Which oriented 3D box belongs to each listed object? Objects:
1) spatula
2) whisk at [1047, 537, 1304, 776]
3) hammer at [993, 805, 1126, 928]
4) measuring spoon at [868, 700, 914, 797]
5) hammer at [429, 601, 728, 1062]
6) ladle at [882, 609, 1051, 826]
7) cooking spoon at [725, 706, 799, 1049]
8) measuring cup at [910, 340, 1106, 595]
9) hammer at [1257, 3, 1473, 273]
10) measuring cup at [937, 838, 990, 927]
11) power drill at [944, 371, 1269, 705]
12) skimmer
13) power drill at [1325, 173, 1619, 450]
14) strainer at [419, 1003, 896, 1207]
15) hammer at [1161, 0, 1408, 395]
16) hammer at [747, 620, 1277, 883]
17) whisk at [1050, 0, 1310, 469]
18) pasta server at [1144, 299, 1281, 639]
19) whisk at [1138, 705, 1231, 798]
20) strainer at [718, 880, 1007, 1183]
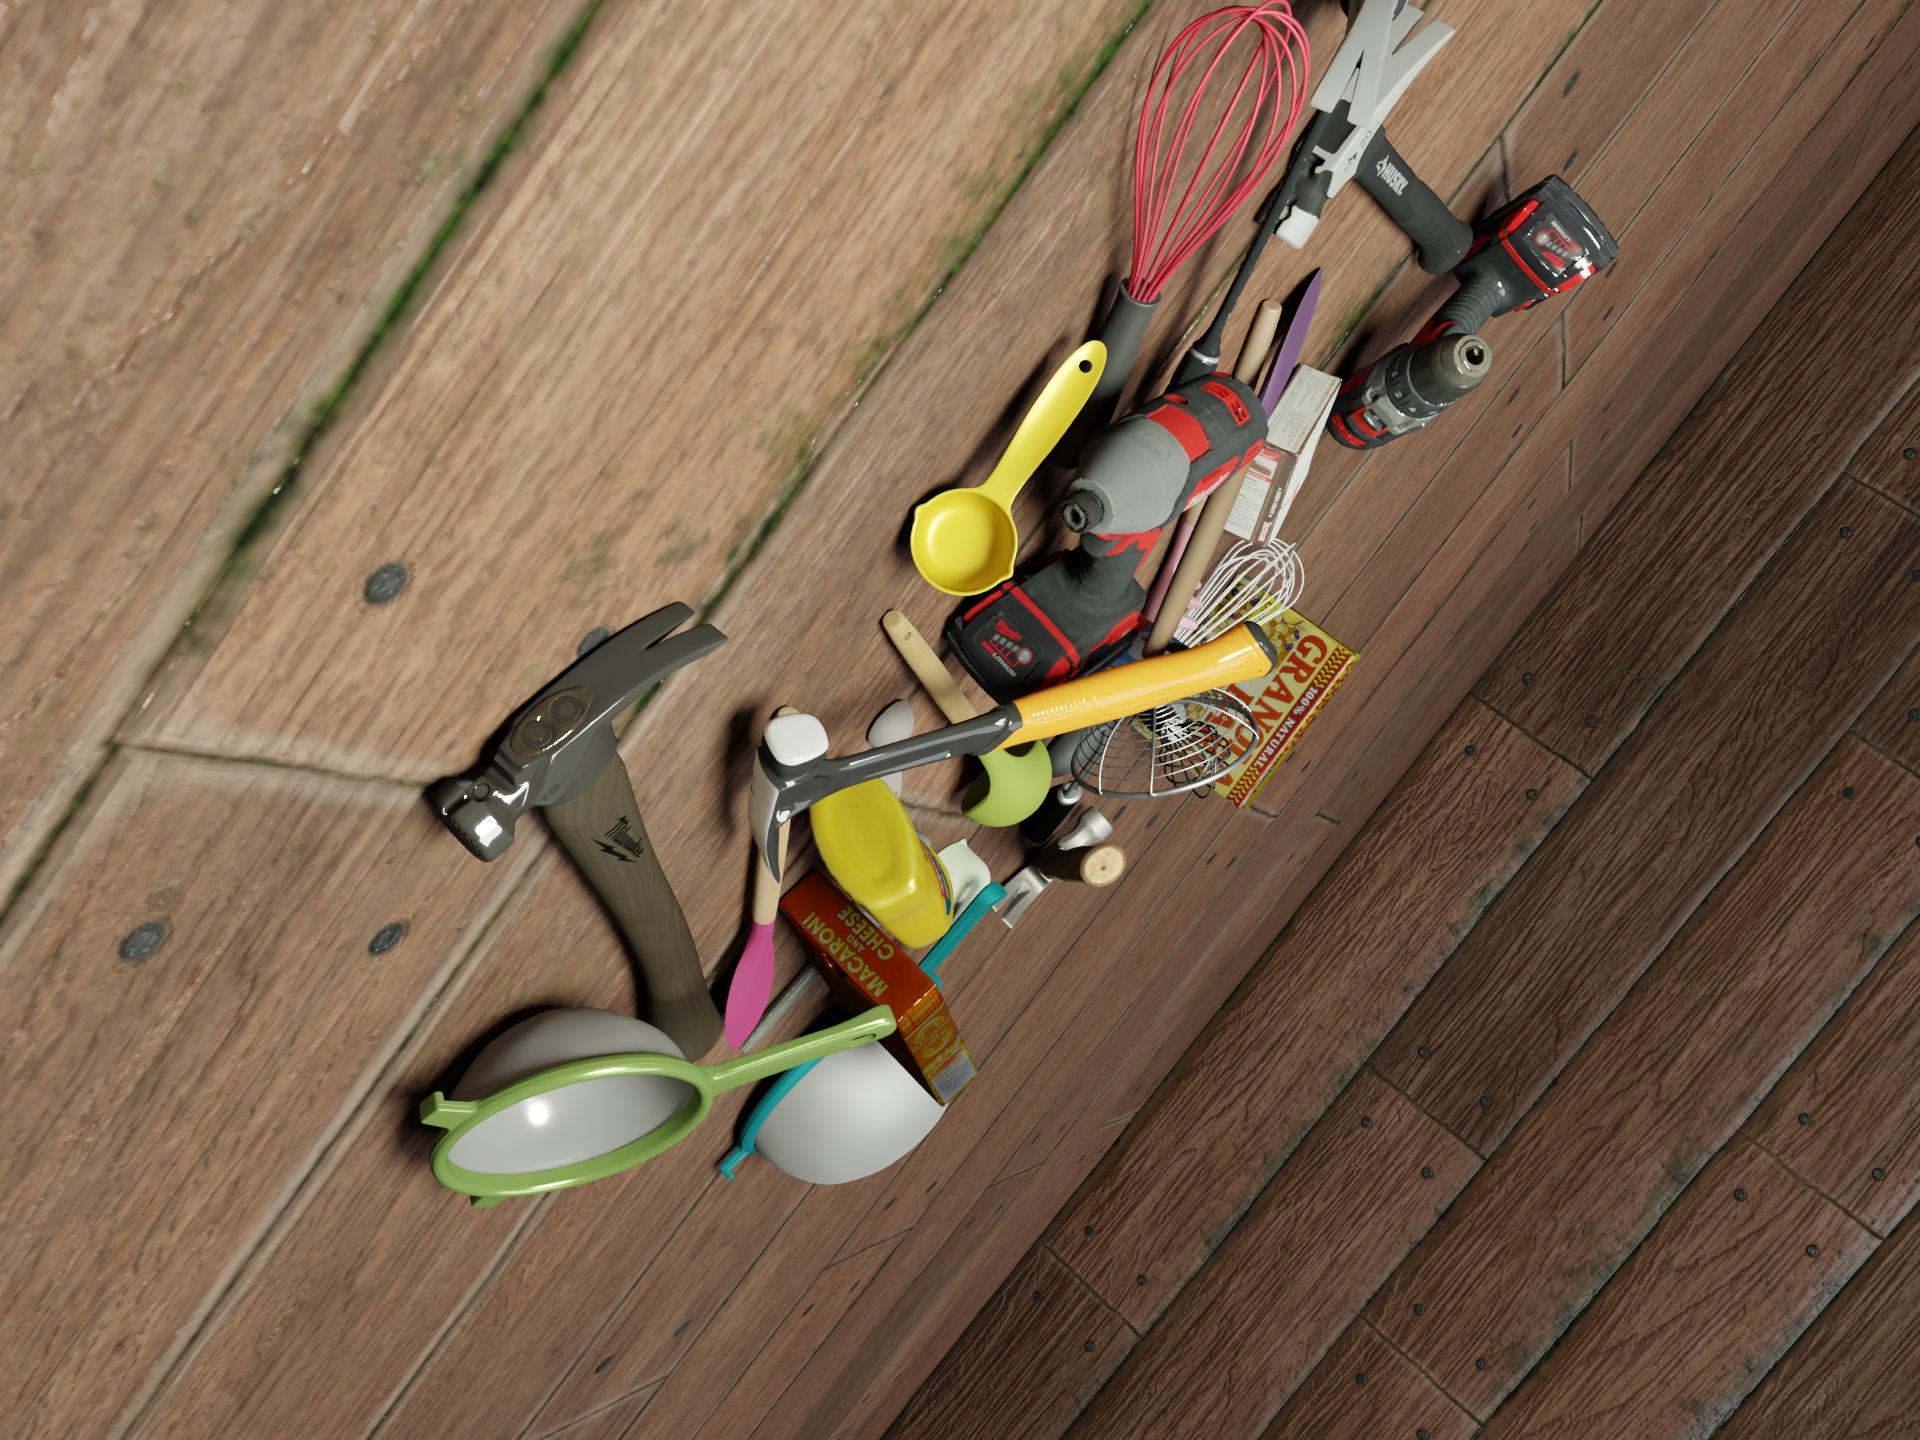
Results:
[{"bbox_3d":[0.181,-0.171,1.033,0.059,0.018,0.316,79,35,-64],"label":"spatula"},{"bbox_3d":[0.171,-0.052,1.289,0.284,0.070,0.070,-42,158,-11],"label":"whisk"},{"bbox_3d":[0.088,0.117,1.275,0.130,0.031,0.331,-41,178,-6],"label":"hammer"},{"bbox_3d":[-0.041,0.029,1.029,0.034,0.018,0.124,-42,158,-23],"label":"measuring spoon"},{"bbox_3d":[-0.165,0.094,0.862,0.146,0.038,0.410,-44,159,-22],"label":"hammer"},{"bbox_3d":[-0.002,-0.003,1.043,0.078,0.062,0.319,-46,152,-5],"label":"ladle"},{"bbox_3d":[-0.120,0.105,0.982,0.318,0.017,0.069,103,12,-45],"label":"cooking spoon"},{"bbox_3d":[0.030,-0.136,0.854,0.156,0.062,0.029,-55,-179,2],"label":"measuring cup"},{"bbox_3d":[0.297,-0.355,1.057,0.146,0.035,0.334,-57,159,19],"label":"hammer"},{"bbox_3d":[0.006,0.145,1.290,0.083,0.038,0.167,-52,158,3],"label":"measuring cup"},{"bbox_3d":[0.079,-0.097,0.914,0.143,0.078,0.219,-36,167,-35],"label":"power drill"},{"bbox_3d":[0.111,0.060,1.182,0.127,0.090,0.363,-27,167,-19],"label":"skimmer"},{"bbox_3d":[0.386,-0.302,1.191,0.227,0.080,0.188,-45,-173,-10],"label":"power drill"},{"bbox_3d":[-0.165,0.182,0.875,0.256,0.069,0.151,-16,148,-14],"label":"strainer"},{"bbox_3d":[0.149,-0.224,0.923,0.149,0.036,0.408,-69,-178,-45],"label":"hammer"},{"bbox_3d":[0.038,0.004,0.917,0.337,0.034,0.127,-16,151,-23],"label":"hammer"},{"bbox_3d":[0.100,-0.238,0.825,0.073,0.073,0.295,-35,161,-36],"label":"whisk"},{"bbox_3d":[0.182,-0.161,1.145,0.060,0.040,0.316,-54,165,-42],"label":"pasta server"},{"bbox_3d":[0.171,0.012,1.269,0.055,0.055,0.239,-54,-169,8],"label":"whisk"},{"bbox_3d":[-0.038,0.266,1.266,0.211,0.095,0.340,-17,150,-54],"label":"strainer"}]
